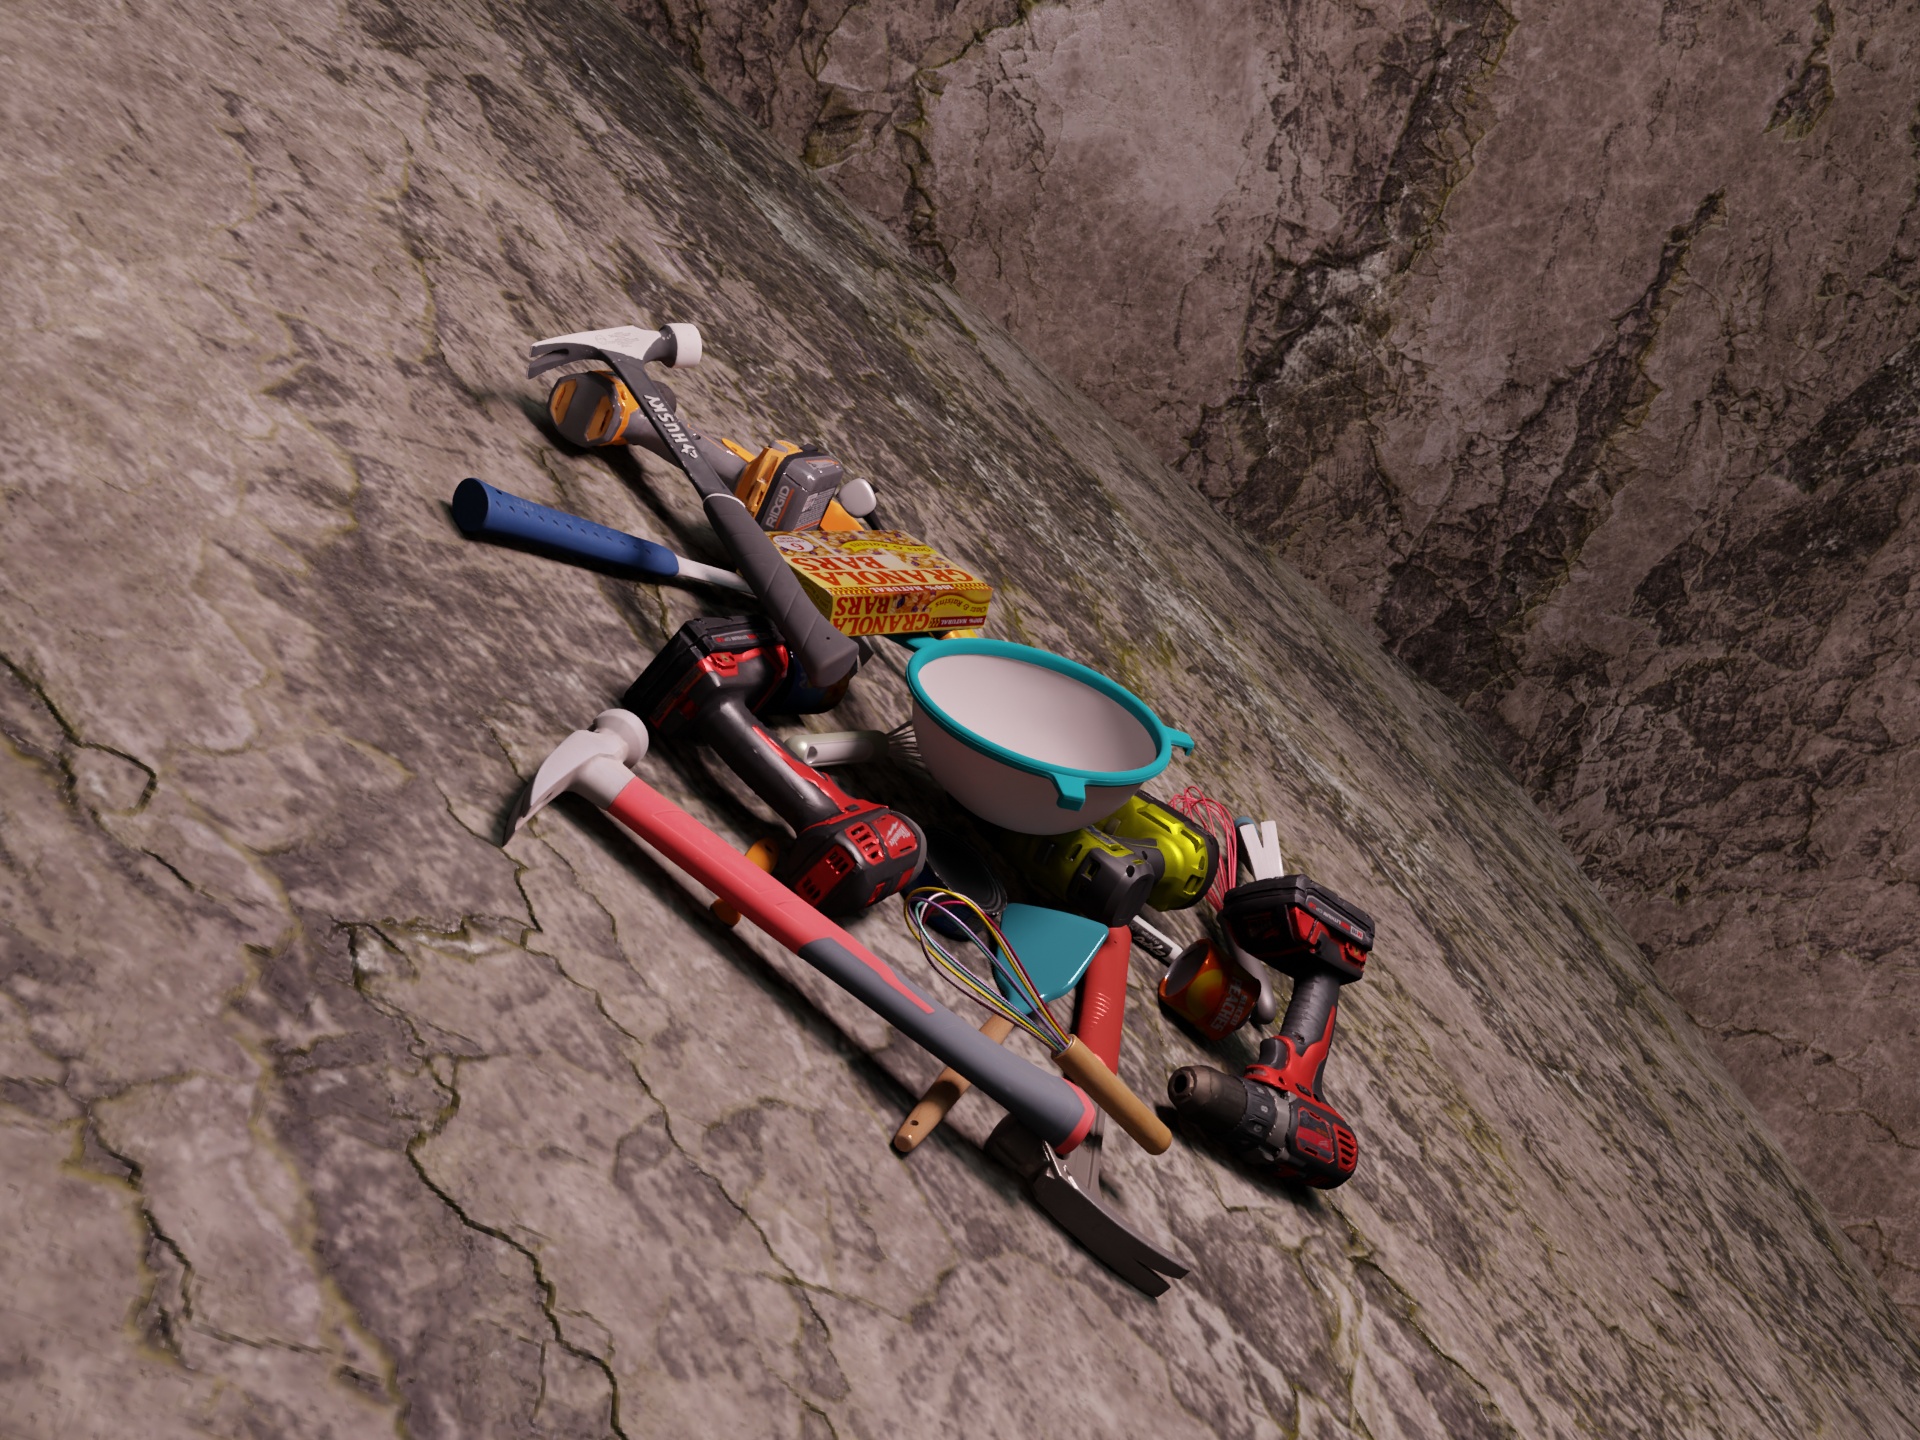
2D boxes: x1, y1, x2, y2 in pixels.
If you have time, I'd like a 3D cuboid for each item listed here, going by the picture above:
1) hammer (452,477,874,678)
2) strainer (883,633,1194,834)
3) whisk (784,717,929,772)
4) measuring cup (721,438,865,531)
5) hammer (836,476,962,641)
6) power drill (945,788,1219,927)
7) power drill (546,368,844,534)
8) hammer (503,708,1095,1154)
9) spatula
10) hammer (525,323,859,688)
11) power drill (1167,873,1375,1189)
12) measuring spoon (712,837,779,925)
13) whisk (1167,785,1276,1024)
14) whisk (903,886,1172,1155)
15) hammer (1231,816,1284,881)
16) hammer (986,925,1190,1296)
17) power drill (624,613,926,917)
[{"bbox_3d":[-0.216,-0.117,1.238,0.405,0.035,0.144,12,37,-55],"label":"hammer"},{"bbox_3d":[-0.002,-0.004,1.250,0.341,0.095,0.211,30,27,25],"label":"strainer"},{"bbox_3d":[-0.061,0.020,1.255,0.059,0.058,0.246,15,10,30],"label":"whisk"},{"bbox_3d":[-0.161,-0.189,1.463,0.173,0.052,0.095,36,22,-16],"label":"measuring cup"},{"bbox_3d":[-0.009,-0.068,1.429,0.337,0.034,0.127,58,3,-5],"label":"hammer"},{"bbox_3d":[0.106,0.099,1.345,0.191,0.080,0.228,33,13,29],"label":"power drill"},{"bbox_3d":[-0.217,-0.231,1.352,0.226,0.084,0.185,27,15,3],"label":"power drill"},{"bbox_3d":[-0.084,0.139,0.933,0.386,0.038,0.143,37,23,-4],"label":"hammer"},{"bbox_3d":[0.020,0.199,1.054,0.082,0.044,0.317,12,16,17],"label":"spatula"},{"bbox_3d":[-0.187,-0.170,1.169,0.149,0.036,0.409,-11,50,-34],"label":"hammer"},{"bbox_3d":[0.244,0.238,1.252,0.187,0.080,0.227,31,58,-31],"label":"power drill"},{"bbox_3d":[-0.132,0.098,1.009,0.021,0.011,0.117,42,20,-6],"label":"measuring spoon"},{"bbox_3d":[0.253,0.173,1.537,0.073,0.073,0.296,31,29,-32],"label":"whisk"},{"bbox_3d":[0.053,0.193,1.016,0.245,0.047,0.051,46,7,-13],"label":"whisk"},{"bbox_3d":[0.302,0.147,1.617,0.331,0.033,0.128,-52,131,-81],"label":"hammer"},{"bbox_3d":[0.104,0.245,1.136,0.149,0.036,0.359,42,21,-7],"label":"hammer"},{"bbox_3d":[-0.112,0.033,1.078,0.220,0.078,0.143,48,21,12],"label":"power drill"}]
